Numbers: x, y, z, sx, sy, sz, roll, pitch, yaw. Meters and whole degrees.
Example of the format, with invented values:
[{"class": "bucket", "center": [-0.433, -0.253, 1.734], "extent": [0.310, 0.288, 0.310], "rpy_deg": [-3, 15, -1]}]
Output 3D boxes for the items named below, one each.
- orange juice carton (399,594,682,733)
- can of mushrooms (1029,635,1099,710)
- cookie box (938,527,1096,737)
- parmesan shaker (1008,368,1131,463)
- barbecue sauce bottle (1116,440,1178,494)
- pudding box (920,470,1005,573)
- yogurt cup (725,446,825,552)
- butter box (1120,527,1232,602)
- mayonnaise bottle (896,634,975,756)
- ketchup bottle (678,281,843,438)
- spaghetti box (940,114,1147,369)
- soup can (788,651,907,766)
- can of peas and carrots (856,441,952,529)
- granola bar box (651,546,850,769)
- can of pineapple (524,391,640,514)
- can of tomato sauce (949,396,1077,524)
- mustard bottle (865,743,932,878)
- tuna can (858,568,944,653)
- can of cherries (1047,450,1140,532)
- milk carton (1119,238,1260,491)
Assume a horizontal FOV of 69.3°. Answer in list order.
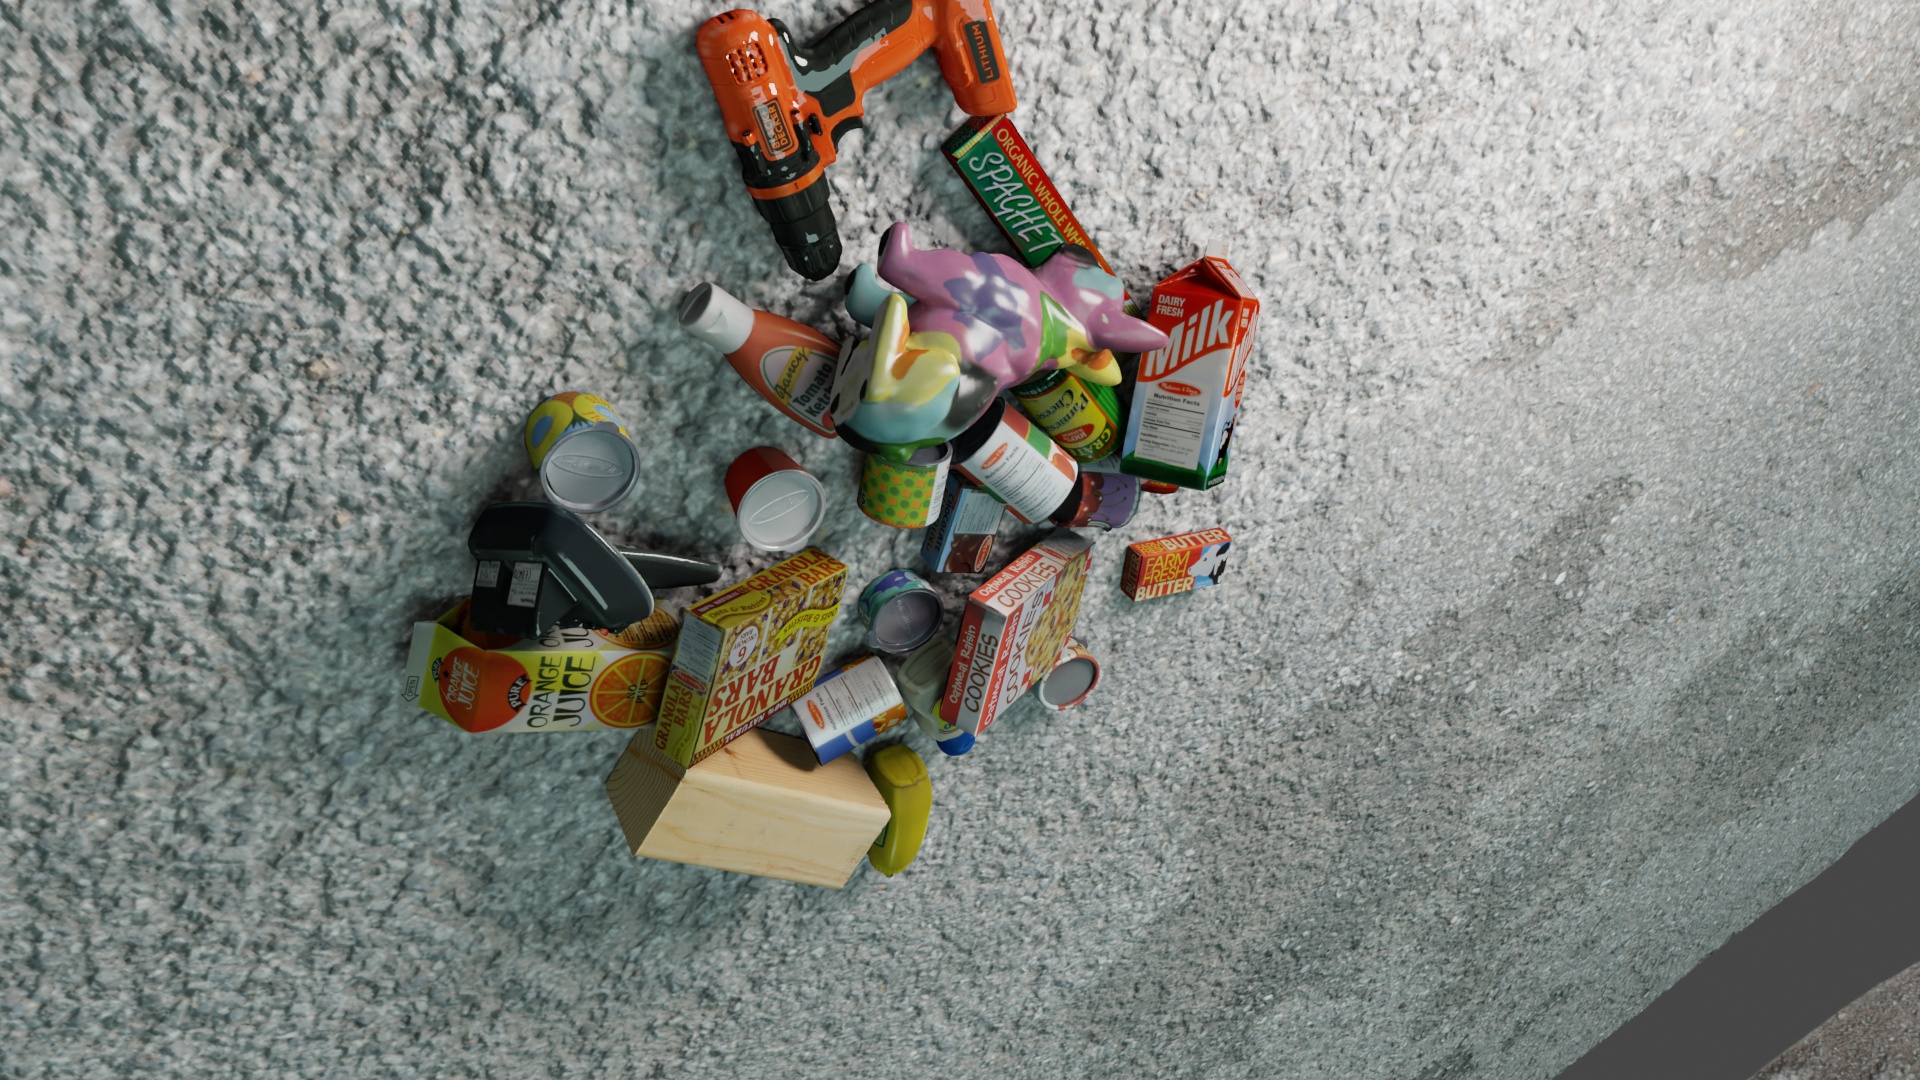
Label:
[{"class": "orange juice carton", "center": [-0.300, 0.089, 1.006], "extent": [0.193, 0.073, 0.071], "rpy_deg": [3, 119, -32]}, {"class": "can of mushrooms", "center": [0.096, 0.122, 1.291], "extent": [0.071, 0.033, 0.070], "rpy_deg": [-15, 127, -21]}, {"class": "cookie box", "center": [0.049, 0.074, 1.171], "extent": [0.168, 0.040, 0.122], "rpy_deg": [-34, 144, -53]}, {"class": "parmesan shaker", "center": [0.081, -0.115, 1.098], "extent": [0.071, 0.071, 0.103], "rpy_deg": [-43, 132, 3]}, {"class": "barbecue sauce bottle", "center": [0.181, -0.113, 1.172], "extent": [0.065, 0.044, 0.148], "rpy_deg": [8, 116, -28]}, {"class": "pudding box", "center": [0.004, -0.014, 1.144], "extent": [0.050, 0.030, 0.083], "rpy_deg": [1, 120, -33]}, {"class": "yogurt cup", "center": [-0.140, -0.034, 1.029], "extent": [0.072, 0.054, 0.072], "rpy_deg": [-16, 128, -21]}, {"class": "butter box", "center": [0.201, 0.022, 1.290], "extent": [0.104, 0.024, 0.052], "rpy_deg": [-10, 126, -25]}, {"class": "mayonnaise bottle", "center": [-0.014, 0.142, 1.212], "extent": [0.065, 0.041, 0.147], "rpy_deg": [-40, 149, -16]}, {"class": "ketchup bottle", "center": [-0.129, -0.130, 0.977], "extent": [0.148, 0.044, 0.064], "rpy_deg": [31, 103, -40]}, {"class": "spaghetti box", "center": [0.071, -0.220, 1.042], "extent": [0.050, 0.029, 0.249], "rpy_deg": [-43, 132, 2]}, {"class": "soup can", "center": [-0.096, 0.142, 1.171], "extent": [0.084, 0.071, 0.071], "rpy_deg": [-27, 131, -12]}, {"class": "can of peas and carrots", "center": [-0.046, -0.050, 1.067], "extent": [0.071, 0.071, 0.058], "rpy_deg": [-5, 124, -28]}, {"class": "granola bar box", "center": [-0.156, 0.086, 1.055], "extent": [0.166, 0.039, 0.123], "rpy_deg": [-29, 143, -58]}, {"class": "can of pineapple", "center": [-0.255, -0.061, 0.939], "extent": [0.071, 0.058, 0.070], "rpy_deg": [-16, 128, -21]}, {"class": "can of tomato sauce", "center": [0.041, -0.063, 1.093], "extent": [0.083, 0.071, 0.071], "rpy_deg": [38, 98, -23]}, {"class": "mustard bottle", "center": [-0.061, 0.261, 1.275], "extent": [0.049, 0.065, 0.159], "rpy_deg": [-14, 131, -27]}, {"class": "tuna can", "center": [-0.052, 0.060, 1.160], "extent": [0.071, 0.033, 0.070], "rpy_deg": [-16, 128, -21]}, {"class": "can of cherries", "center": [0.108, -0.041, 1.162], "extent": [0.058, 0.072, 0.071], "rpy_deg": [0, 121, -30]}, {"class": "milk carton", "center": [0.185, -0.141, 1.096], "extent": [0.072, 0.073, 0.190], "rpy_deg": [-19, 120, -66]}]
